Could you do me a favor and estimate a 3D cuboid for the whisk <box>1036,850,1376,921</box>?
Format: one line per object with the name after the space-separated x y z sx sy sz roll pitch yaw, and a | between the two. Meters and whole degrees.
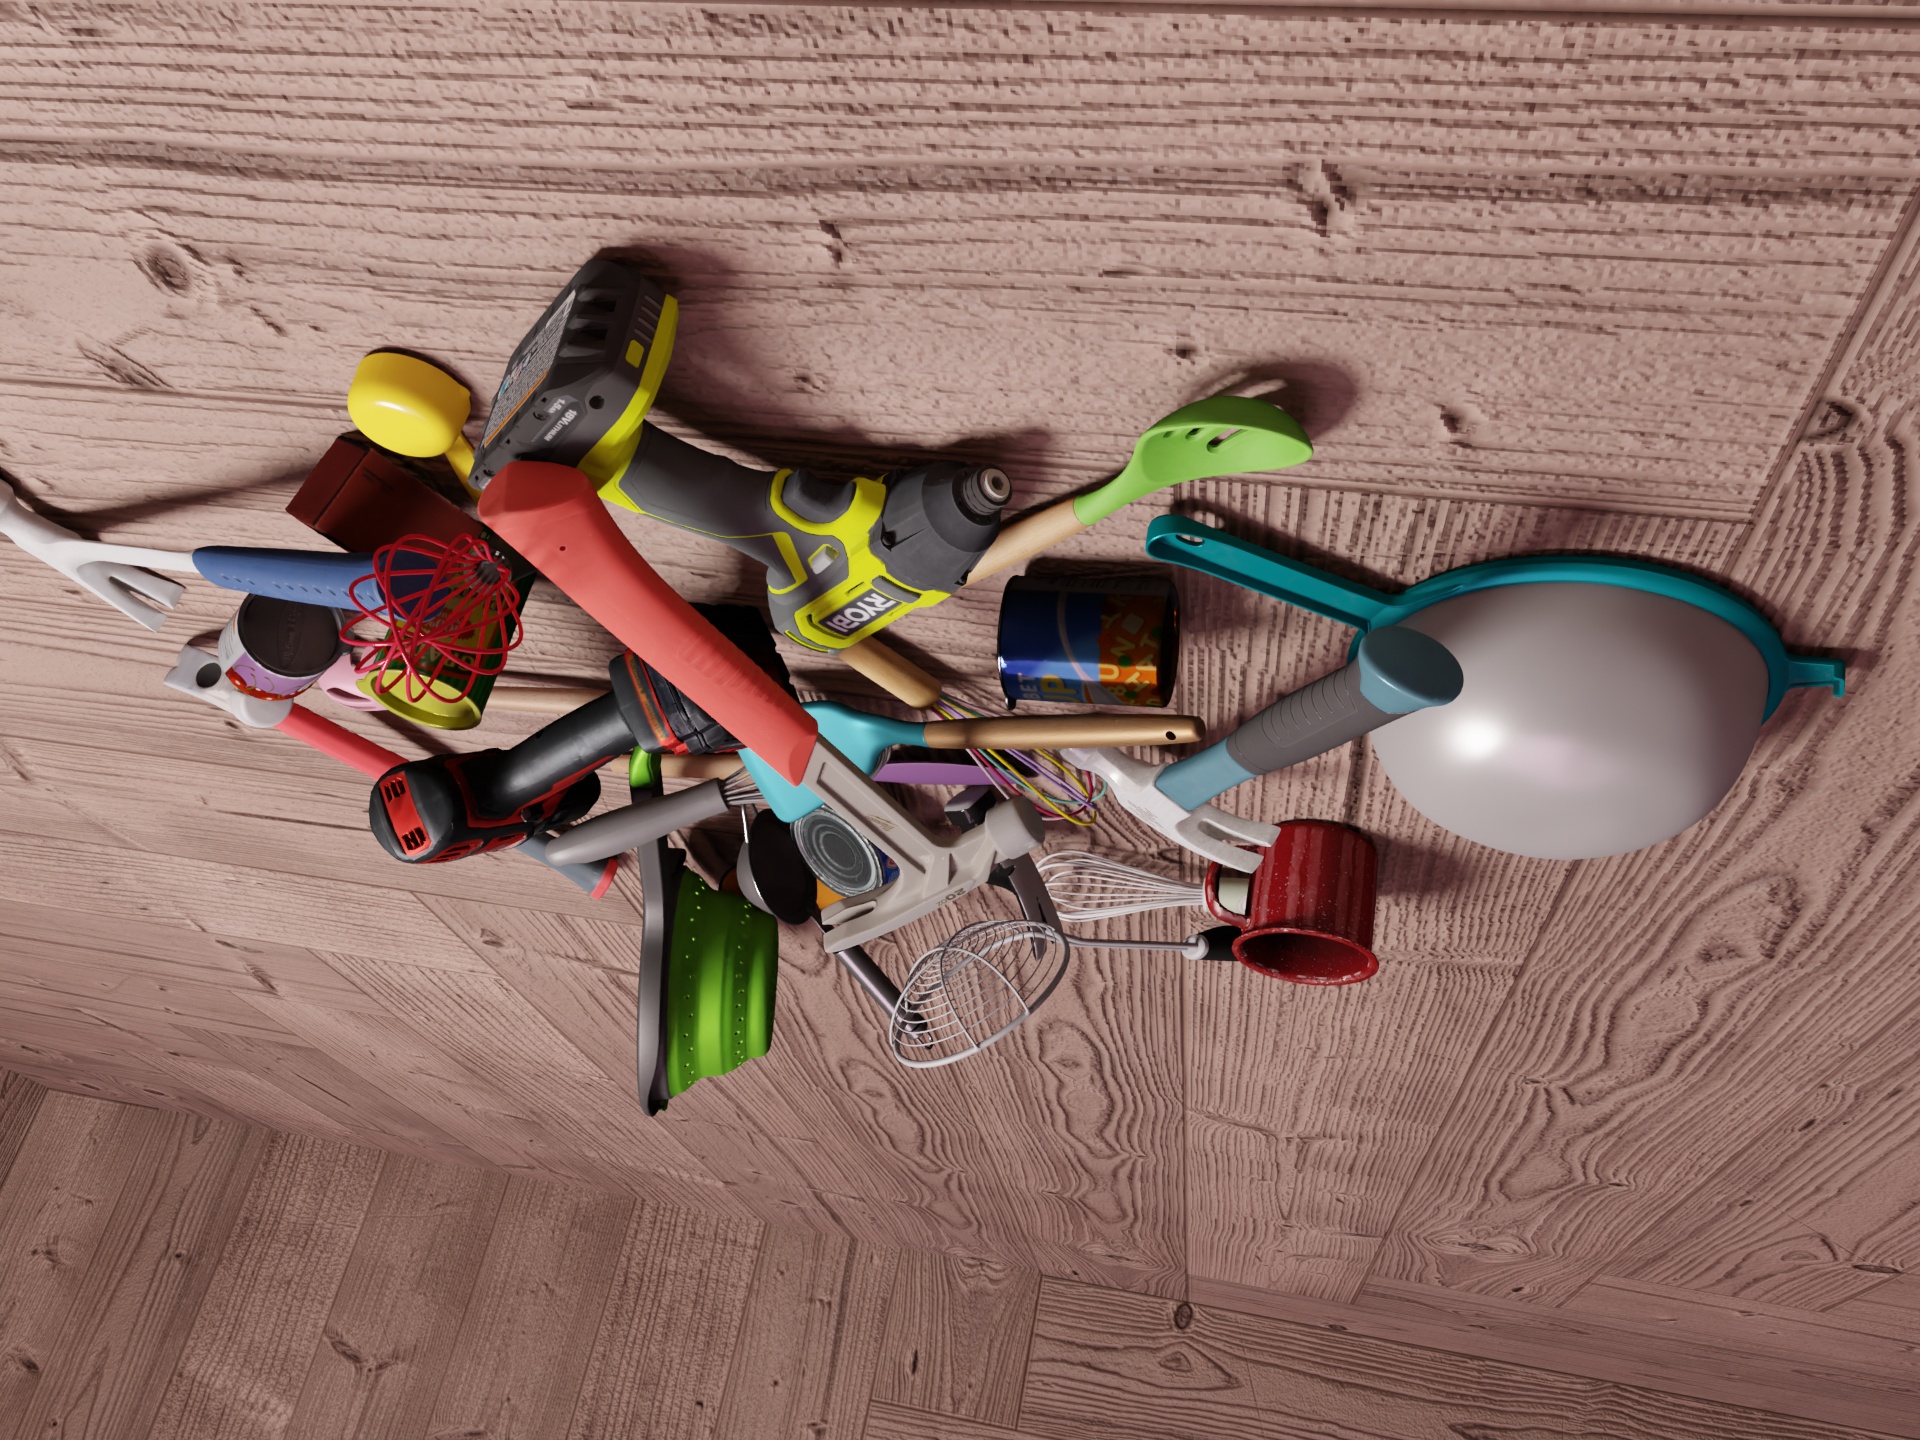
0.164 0.122 1.114 0.246 0.059 0.057 1 123 13 | whisk

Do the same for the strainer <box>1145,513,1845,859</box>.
0.240 -0.007 0.782 0.340 0.095 0.211 19 152 -14 | strainer

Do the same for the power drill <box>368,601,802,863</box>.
-0.207 0.015 0.932 0.226 0.080 0.188 -25 174 17 | power drill

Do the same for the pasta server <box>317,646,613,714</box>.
-0.291 -0.021 1.063 0.316 0.040 0.060 3 151 10 | pasta server

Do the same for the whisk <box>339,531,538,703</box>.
-0.228 -0.066 0.753 0.073 0.073 0.296 17 -167 -9 | whisk

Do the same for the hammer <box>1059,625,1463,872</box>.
0.153 0.013 0.818 0.128 0.033 0.331 38 161 -3 | hammer

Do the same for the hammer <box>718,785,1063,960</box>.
-0.071 0.127 1.194 0.337 0.034 0.127 -13 111 46 | hammer

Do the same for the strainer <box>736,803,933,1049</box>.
-0.096 0.156 1.161 0.050 0.087 0.258 -26 115 26 | strainer

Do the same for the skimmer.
0.116 0.181 1.072 0.363 0.090 0.127 7 167 -37 | skimmer

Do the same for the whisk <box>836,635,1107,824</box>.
-0.001 -0.002 0.954 0.244 0.047 0.051 34 147 -29 | whisk

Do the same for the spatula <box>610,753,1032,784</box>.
-0.105 0.033 1.085 0.316 0.018 0.059 1 167 23 | spatula

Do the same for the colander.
-0.183 0.146 1.168 0.094 0.205 0.396 3 136 -3 | colander

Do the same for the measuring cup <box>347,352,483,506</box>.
-0.269 -0.131 0.837 0.062 0.029 0.156 5 152 14 | measuring cup

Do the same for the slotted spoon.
0.042 -0.095 0.775 0.070 0.031 0.314 11 161 -36 | slotted spoon

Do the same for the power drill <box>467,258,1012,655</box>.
-0.099 -0.116 0.750 0.223 0.080 0.171 24 151 -28 | power drill

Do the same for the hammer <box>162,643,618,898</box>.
-0.413 0.049 1.216 0.143 0.038 0.385 14 163 40 | hammer

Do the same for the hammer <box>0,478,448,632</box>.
-0.421 -0.086 0.895 0.406 0.035 0.143 9 157 37 | hammer

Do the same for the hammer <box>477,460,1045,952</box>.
-0.107 0.001 0.796 0.149 0.037 0.358 -28 134 18 | hammer

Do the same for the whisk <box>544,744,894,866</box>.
-0.153 0.049 1.016 0.239 0.055 0.055 -19 148 2 | whisk

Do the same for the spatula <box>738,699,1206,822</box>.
-0.002 0.015 0.892 0.317 0.044 0.082 -3 122 43 | spatula
